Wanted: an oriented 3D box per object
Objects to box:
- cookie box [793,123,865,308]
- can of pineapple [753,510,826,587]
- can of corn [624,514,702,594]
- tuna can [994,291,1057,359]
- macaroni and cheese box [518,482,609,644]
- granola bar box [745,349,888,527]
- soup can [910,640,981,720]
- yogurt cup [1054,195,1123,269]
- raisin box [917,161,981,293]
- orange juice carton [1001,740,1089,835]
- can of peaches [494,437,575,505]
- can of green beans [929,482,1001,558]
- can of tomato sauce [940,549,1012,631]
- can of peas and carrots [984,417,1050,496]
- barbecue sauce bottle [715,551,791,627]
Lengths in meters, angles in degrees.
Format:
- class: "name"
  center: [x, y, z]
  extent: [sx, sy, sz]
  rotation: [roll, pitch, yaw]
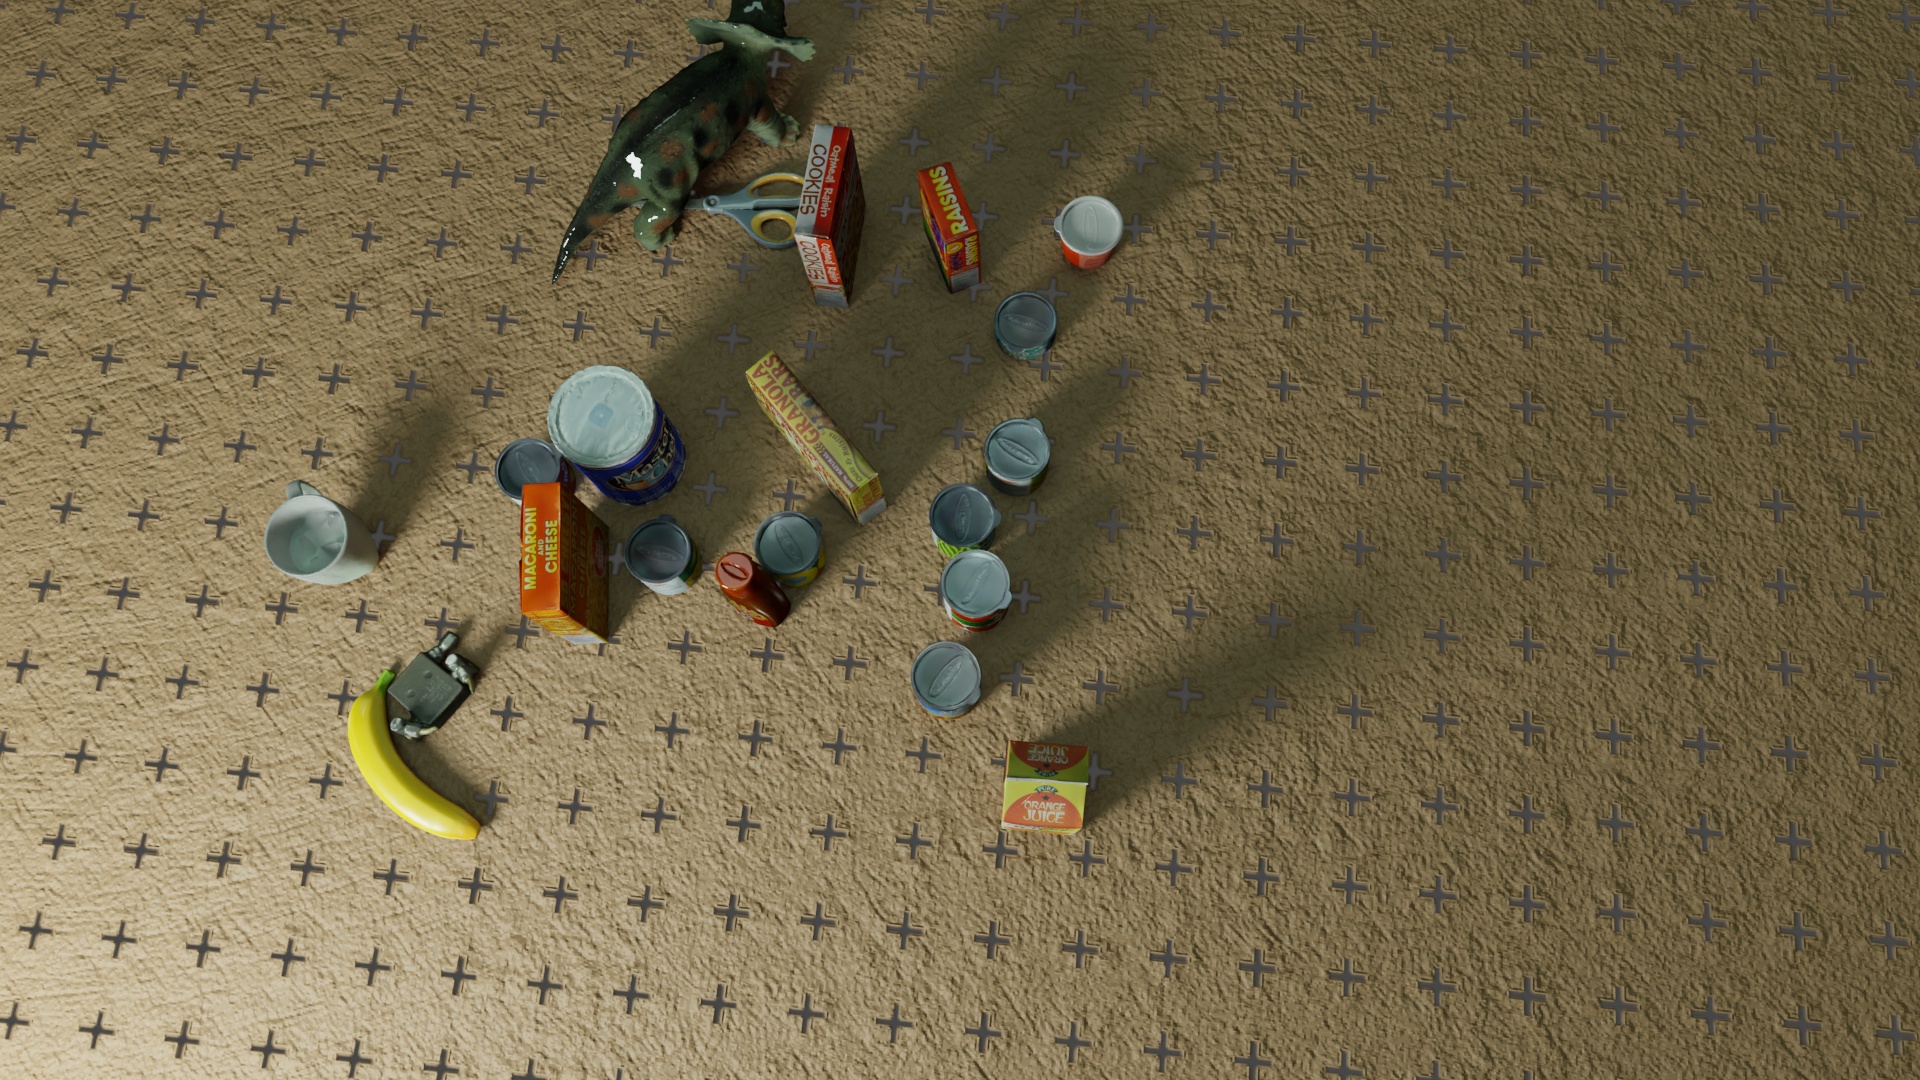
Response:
- class: "cookie box"
  center: [-0.130, -0.328, 1.420]
  extent: [0.040, 0.167, 0.123]
  rotation: [7, 76, 3]
- class: "can of pineapple"
  center: [-0.167, 0.009, 1.389]
  extent: [0.071, 0.057, 0.071]
  rotation: [0, 75, 1]
- class: "can of corn"
  center: [-0.295, 0.015, 1.390]
  extent: [0.071, 0.058, 0.071]
  rotation: [0, 75, 1]
- class: "tuna can"
  center: [0.068, -0.223, 1.457]
  extent: [0.071, 0.032, 0.071]
  rotation: [0, 75, 1]
- class: "macaroni and cheese box"
  center: [-0.378, 0.026, 1.333]
  extent: [0.040, 0.166, 0.124]
  rotation: [-4, 76, 0]
- class: "granola bar box"
  center: [-0.142, -0.098, 1.382]
  extent: [0.039, 0.124, 0.166]
  rotation: [-39, 78, -8]
- class: "soup can"
  center: [-0.011, 0.138, 1.338]
  extent: [0.071, 0.083, 0.071]
  rotation: [0, 76, 1]
- class: "yogurt cup"
  center: [0.137, -0.323, 1.471]
  extent: [0.072, 0.054, 0.072]
  rotation: [0, 75, 1]
- class: "raisin box"
  center: [-0.011, -0.323, 1.439]
  extent: [0.040, 0.123, 0.086]
  rotation: [-19, 76, -3]
- class: "orange juice carton"
  center: [0.075, 0.224, 1.257]
  extent: [0.072, 0.192, 0.073]
  rotation: [5, 76, 3]
- class: "can of peaches"
  center: [-0.430, -0.066, 1.414]
  extent: [0.071, 0.058, 0.071]
  rotation: [0, 75, 1]
- class: "can of green beans"
  center: [0.003, -0.018, 1.392]
  extent: [0.071, 0.057, 0.071]
  rotation: [0, 75, 1]
- class: "can of tomato sauce"
  center: [0.018, 0.051, 1.360]
  extent: [0.071, 0.083, 0.071]
  rotation: [0, 76, 1]
- class: "can of peas and carrots"
  center: [0.059, -0.086, 1.408]
  extent: [0.071, 0.058, 0.071]
  rotation: [0, 75, 1]
- class: "barbecue sauce bottle"
  center: [-0.203, 0.045, 1.333]
  extent: [0.065, 0.148, 0.044]
  rotation: [29, 78, 8]
